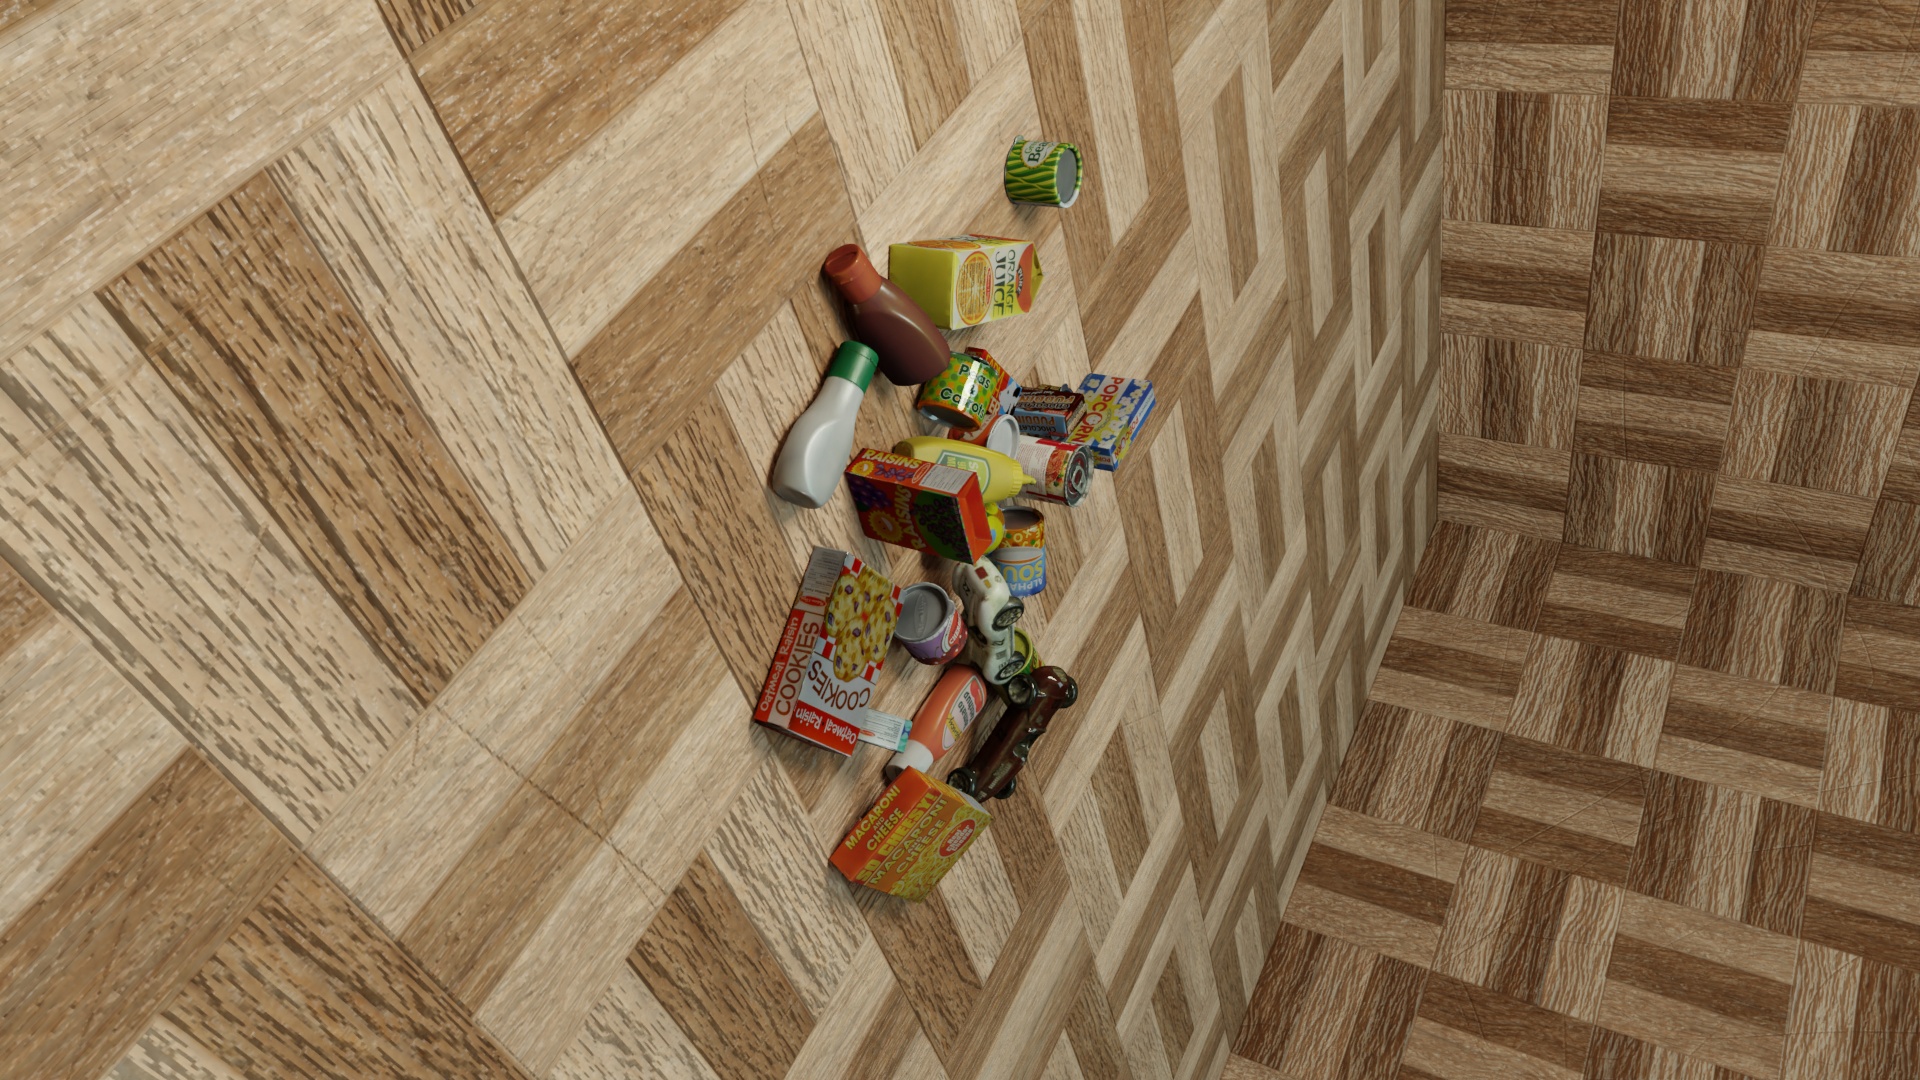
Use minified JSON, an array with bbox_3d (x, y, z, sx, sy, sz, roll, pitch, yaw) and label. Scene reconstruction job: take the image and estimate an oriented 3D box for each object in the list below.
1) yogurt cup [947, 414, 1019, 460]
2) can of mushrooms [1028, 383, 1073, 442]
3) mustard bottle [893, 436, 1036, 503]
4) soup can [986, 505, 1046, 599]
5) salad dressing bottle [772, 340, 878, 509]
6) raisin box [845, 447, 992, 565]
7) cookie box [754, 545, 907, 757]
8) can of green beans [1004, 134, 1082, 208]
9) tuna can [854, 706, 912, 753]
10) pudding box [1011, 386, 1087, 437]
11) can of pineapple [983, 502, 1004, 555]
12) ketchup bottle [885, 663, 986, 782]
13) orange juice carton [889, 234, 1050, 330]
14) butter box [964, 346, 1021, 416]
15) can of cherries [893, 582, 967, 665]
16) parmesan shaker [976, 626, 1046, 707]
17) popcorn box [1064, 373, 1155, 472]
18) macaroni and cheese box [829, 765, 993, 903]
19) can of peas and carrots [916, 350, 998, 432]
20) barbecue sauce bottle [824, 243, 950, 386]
[{"bbox_3d":[0.023,-0.100,1.430,0.073,0.054,0.072,-33,129,-53],"label":"yogurt cup"},{"bbox_3d":[0.103,-0.146,1.581,0.071,0.033,0.070,-32,128,-52],"label":"can of mushrooms"},{"bbox_3d":[0.010,-0.065,1.358,0.160,0.049,0.065,3,102,-31],"label":"mustard bottle"},{"bbox_3d":[0.061,0.013,1.529,0.072,0.071,0.083,-39,133,-49],"label":"soup can"},{"bbox_3d":[-0.113,-0.101,1.194,0.064,0.044,0.148,50,57,-54],"label":"salad dressing bottle"},{"bbox_3d":[-0.038,-0.032,1.273,0.040,0.123,0.085,-53,143,-35],"label":"raisin box"},{"bbox_3d":[-0.117,0.104,1.272,0.122,0.040,0.168,40,64,-59],"label":"cookie box"},{"bbox_3d":[0.086,-0.378,1.431,0.071,0.058,0.071,-32,128,-53],"label":"can of green beans"},{"bbox_3d":[-0.082,0.181,1.341,0.071,0.071,0.033,34,70,-60],"label":"tuna can"},{"bbox_3d":[0.089,-0.139,1.504,0.050,0.084,0.030,-51,139,-40],"label":"pudding box"},{"bbox_3d":[0.005,-0.018,1.417,0.058,0.071,0.071,5,96,-63],"label":"can of pineapple"},{"bbox_3d":[-0.026,0.199,1.471,0.149,0.043,0.064,-50,139,-40],"label":"ketchup bottle"},{"bbox_3d":[0.013,-0.252,1.332,0.193,0.072,0.072,-26,123,-56],"label":"orange juice carton"},{"bbox_3d":[0.029,-0.158,1.450,0.103,0.024,0.053,36,68,-60],"label":"butter box"},{"bbox_3d":[-0.030,0.084,1.388,0.072,0.071,0.058,-65,150,-22],"label":"can of cherries"},{"bbox_3d":[0.063,0.148,1.595,0.071,0.071,0.102,-65,150,-22],"label":"parmesan shaker"},{"bbox_3d":[0.167,-0.142,1.645,0.127,0.085,0.038,-56,144,-33],"label":"popcorn box"},{"bbox_3d":[-0.048,0.306,1.434,0.124,0.040,0.166,-50,148,-1],"label":"macaroni and cheese box"},{"bbox_3d":[-0.002,-0.145,1.351,0.071,0.071,0.059,39,67,-59],"label":"can of peas and carrots"},{"bbox_3d":[-0.067,-0.198,1.223,0.148,0.065,0.044,50,32,-46],"label":"barbecue sauce bottle"}]
